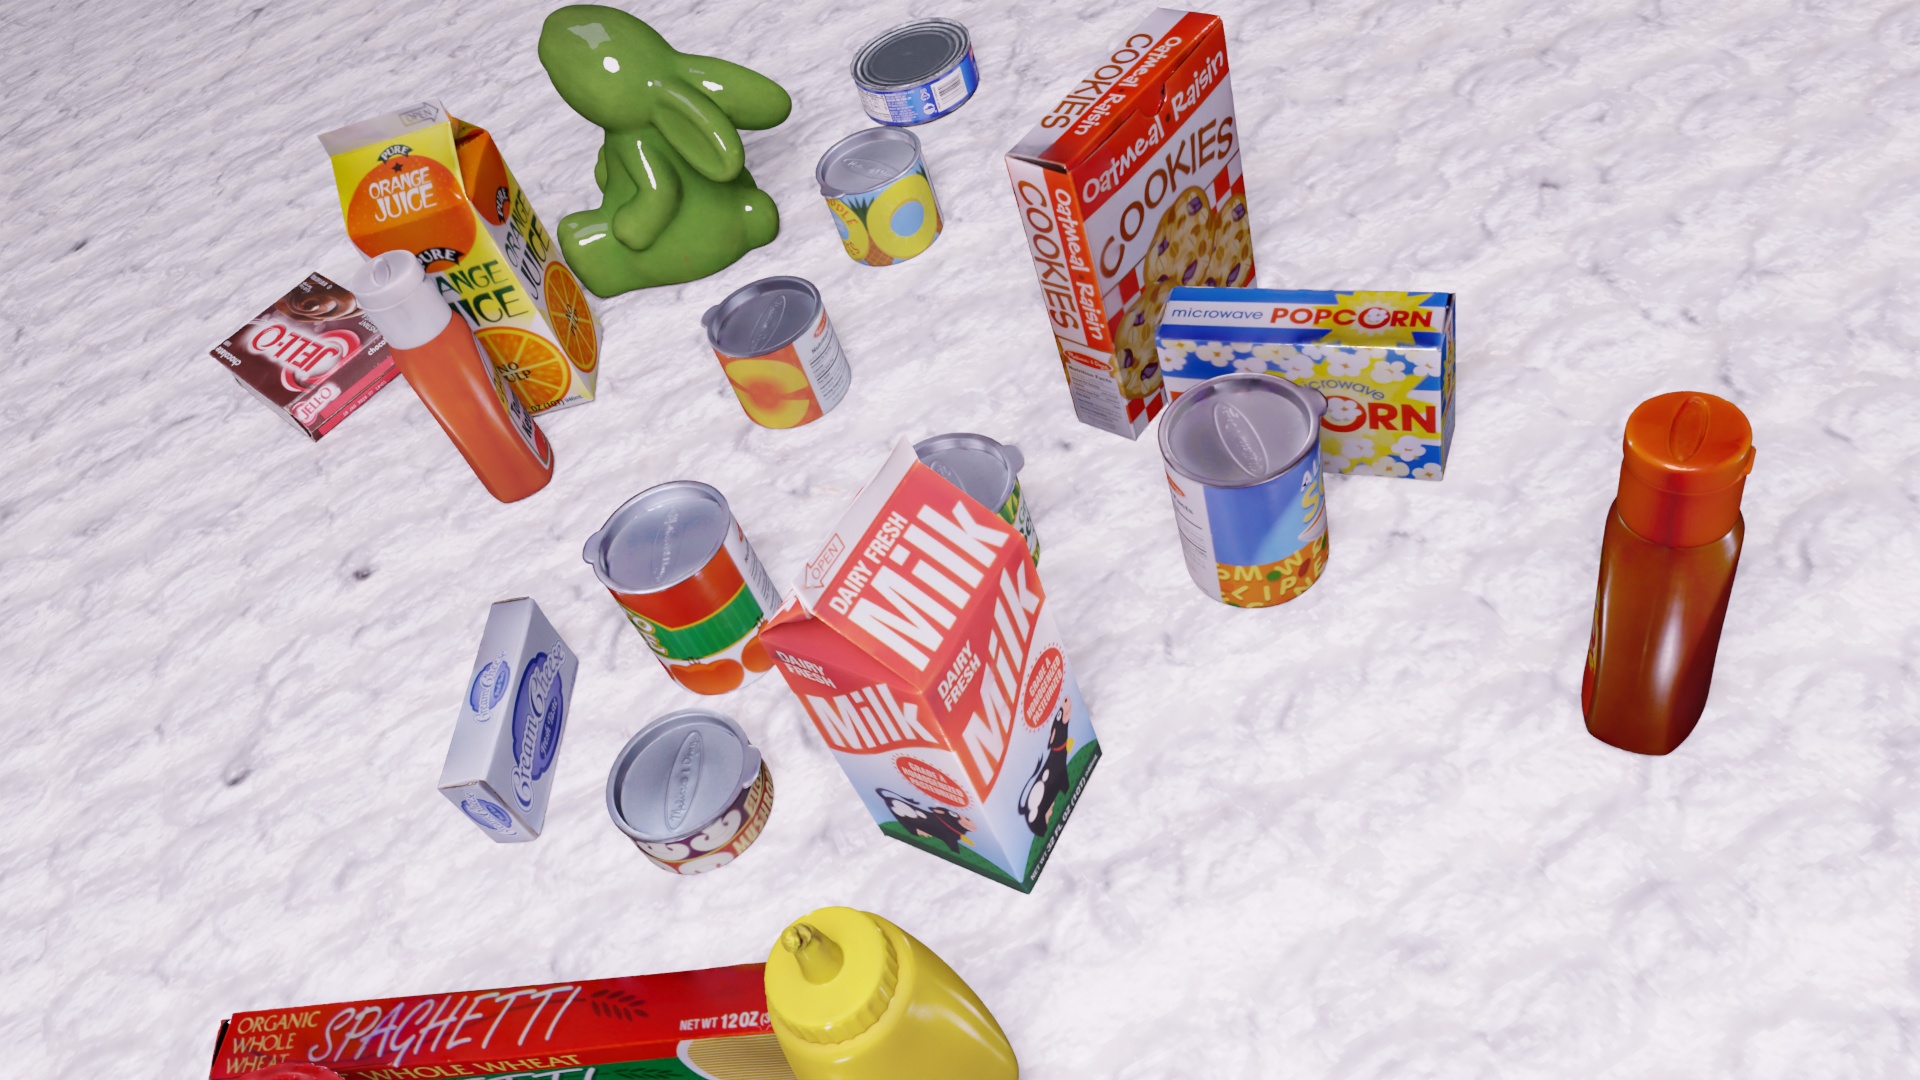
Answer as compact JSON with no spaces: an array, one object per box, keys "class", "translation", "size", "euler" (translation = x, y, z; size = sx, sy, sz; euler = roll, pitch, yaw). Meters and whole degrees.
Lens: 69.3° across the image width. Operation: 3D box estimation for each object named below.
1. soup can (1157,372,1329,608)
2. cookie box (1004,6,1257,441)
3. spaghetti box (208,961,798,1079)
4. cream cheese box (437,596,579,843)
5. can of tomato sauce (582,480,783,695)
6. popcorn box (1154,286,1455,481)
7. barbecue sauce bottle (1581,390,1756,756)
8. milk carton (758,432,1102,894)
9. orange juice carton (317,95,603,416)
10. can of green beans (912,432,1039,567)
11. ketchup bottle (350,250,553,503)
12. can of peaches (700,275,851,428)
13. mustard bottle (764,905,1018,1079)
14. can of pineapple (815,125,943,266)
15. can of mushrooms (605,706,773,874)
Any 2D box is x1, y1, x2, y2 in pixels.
[{"class":"soup can","translation":[0.127,-0.021,0.603],"size":[0.071,0.083,0.072],"euler":[-10,48,11]},{"class":"cookie box","translation":[0.090,-0.150,0.672],"size":[0.040,0.166,0.123],"euler":[24,61,34]},{"class":"spaghetti box","translation":[-0.168,0.195,0.537],"size":[0.250,0.050,0.029],"euler":[-9,48,11]},{"class":"cream cheese box","translation":[-0.208,0.083,0.647],"size":[0.024,0.053,0.104],"euler":[-10,48,11]},{"class":"can of tomato sauce","translation":[-0.126,0.024,0.651],"size":[0.071,0.082,0.071],"euler":[-10,48,11]},{"class":"popcorn box","translation":[0.159,-0.073,0.637],"size":[0.127,0.085,0.038],"euler":[6,52,24]},{"class":"barbecue sauce bottle","translation":[0.247,0.012,0.488],"size":[0.044,0.147,0.065],"euler":[14,56,29]},{"class":"milk carton","translation":[-0.011,0.048,0.516],"size":[0.073,0.189,0.073],"euler":[15,57,30]},{"class":"orange juice carton","translation":[-0.280,-0.161,0.792],"size":[0.072,0.191,0.073],"euler":[-14,47,7]},{"class":"can of green beans","translation":[0.000,-0.008,0.653],"size":[0.071,0.057,0.071],"euler":[-10,48,11]},{"class":"ketchup bottle","translation":[-0.276,-0.089,0.758],"size":[0.043,0.148,0.065],"euler":[-28,47,-6]},{"class":"can of peaches","translation":[-0.102,-0.104,0.774],"size":[0.071,0.057,0.071],"euler":[-10,48,11]},{"class":"mustard bottle","translation":[-0.027,0.156,0.447],"size":[0.065,0.159,0.049],"euler":[-38,49,-15]},{"class":"can of pineapple","translation":[-0.050,-0.209,0.849],"size":[0.071,0.057,0.071],"euler":[-10,48,11]},{"class":"can of mushrooms","translation":[-0.115,0.109,0.606],"size":[0.071,0.033,0.071],"euler":[-10,48,11]}]
